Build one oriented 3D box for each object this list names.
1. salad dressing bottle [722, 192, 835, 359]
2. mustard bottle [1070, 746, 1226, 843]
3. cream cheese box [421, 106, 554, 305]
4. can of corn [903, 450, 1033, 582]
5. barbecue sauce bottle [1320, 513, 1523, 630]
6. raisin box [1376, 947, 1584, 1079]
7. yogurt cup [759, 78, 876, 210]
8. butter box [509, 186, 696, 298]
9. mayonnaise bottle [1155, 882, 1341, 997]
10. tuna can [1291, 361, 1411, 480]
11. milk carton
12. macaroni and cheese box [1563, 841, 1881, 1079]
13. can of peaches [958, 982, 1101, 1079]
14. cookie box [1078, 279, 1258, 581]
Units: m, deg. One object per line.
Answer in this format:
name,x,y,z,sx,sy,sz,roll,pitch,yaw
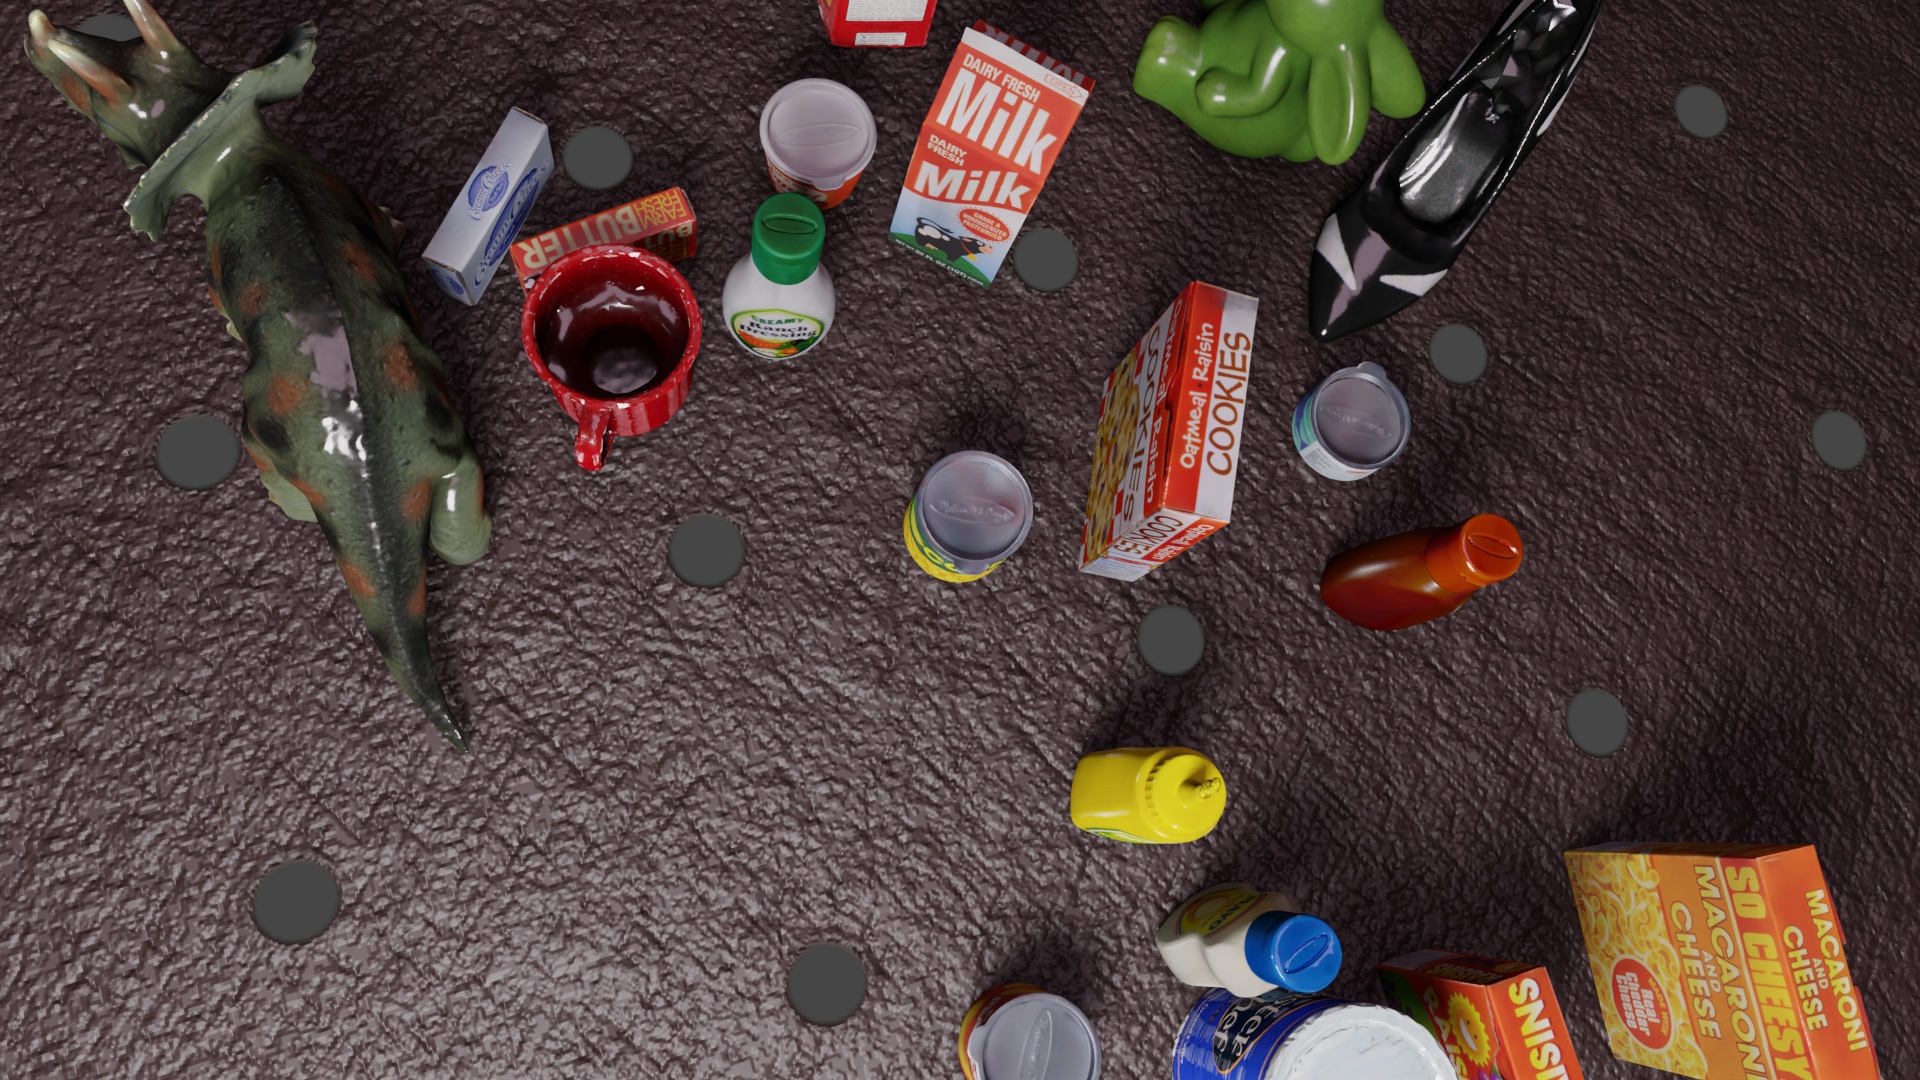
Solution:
salad dressing bottle,-0.098,-0.143,0.762,0.064,0.147,0.044,5,78,-9
mustard bottle,0.103,0.134,0.730,0.065,0.160,0.049,10,77,-8
cream cheese box,-0.266,-0.189,0.792,0.024,0.053,0.104,25,75,-4
can of corn,0.003,-0.010,0.797,0.071,0.058,0.071,2,78,-10
barbecue sauce bottle,0.263,0.018,0.790,0.065,0.148,0.044,21,76,-5
raisin box,0.280,0.270,0.750,0.040,0.123,0.086,-13,81,-12
yogurt cup,-0.087,-0.234,0.833,0.072,0.054,0.072,2,78,-10
butter box,-0.203,-0.167,0.798,0.104,0.053,0.024,-24,83,-14
mayonnaise bottle,0.152,0.210,0.728,0.065,0.147,0.041,-32,85,-15
tuna can,0.244,-0.074,0.867,0.071,0.032,0.071,2,77,-10
milk carton,0.017,-0.219,0.777,0.072,0.190,0.073,26,75,-4
macaroni and cheese box,0.409,0.229,0.760,0.040,0.166,0.124,-8,80,-11
can of peaches,0.033,0.271,0.740,0.071,0.058,0.071,2,78,-10
cookie box,0.110,-0.054,0.769,0.040,0.167,0.123,11,76,-7
